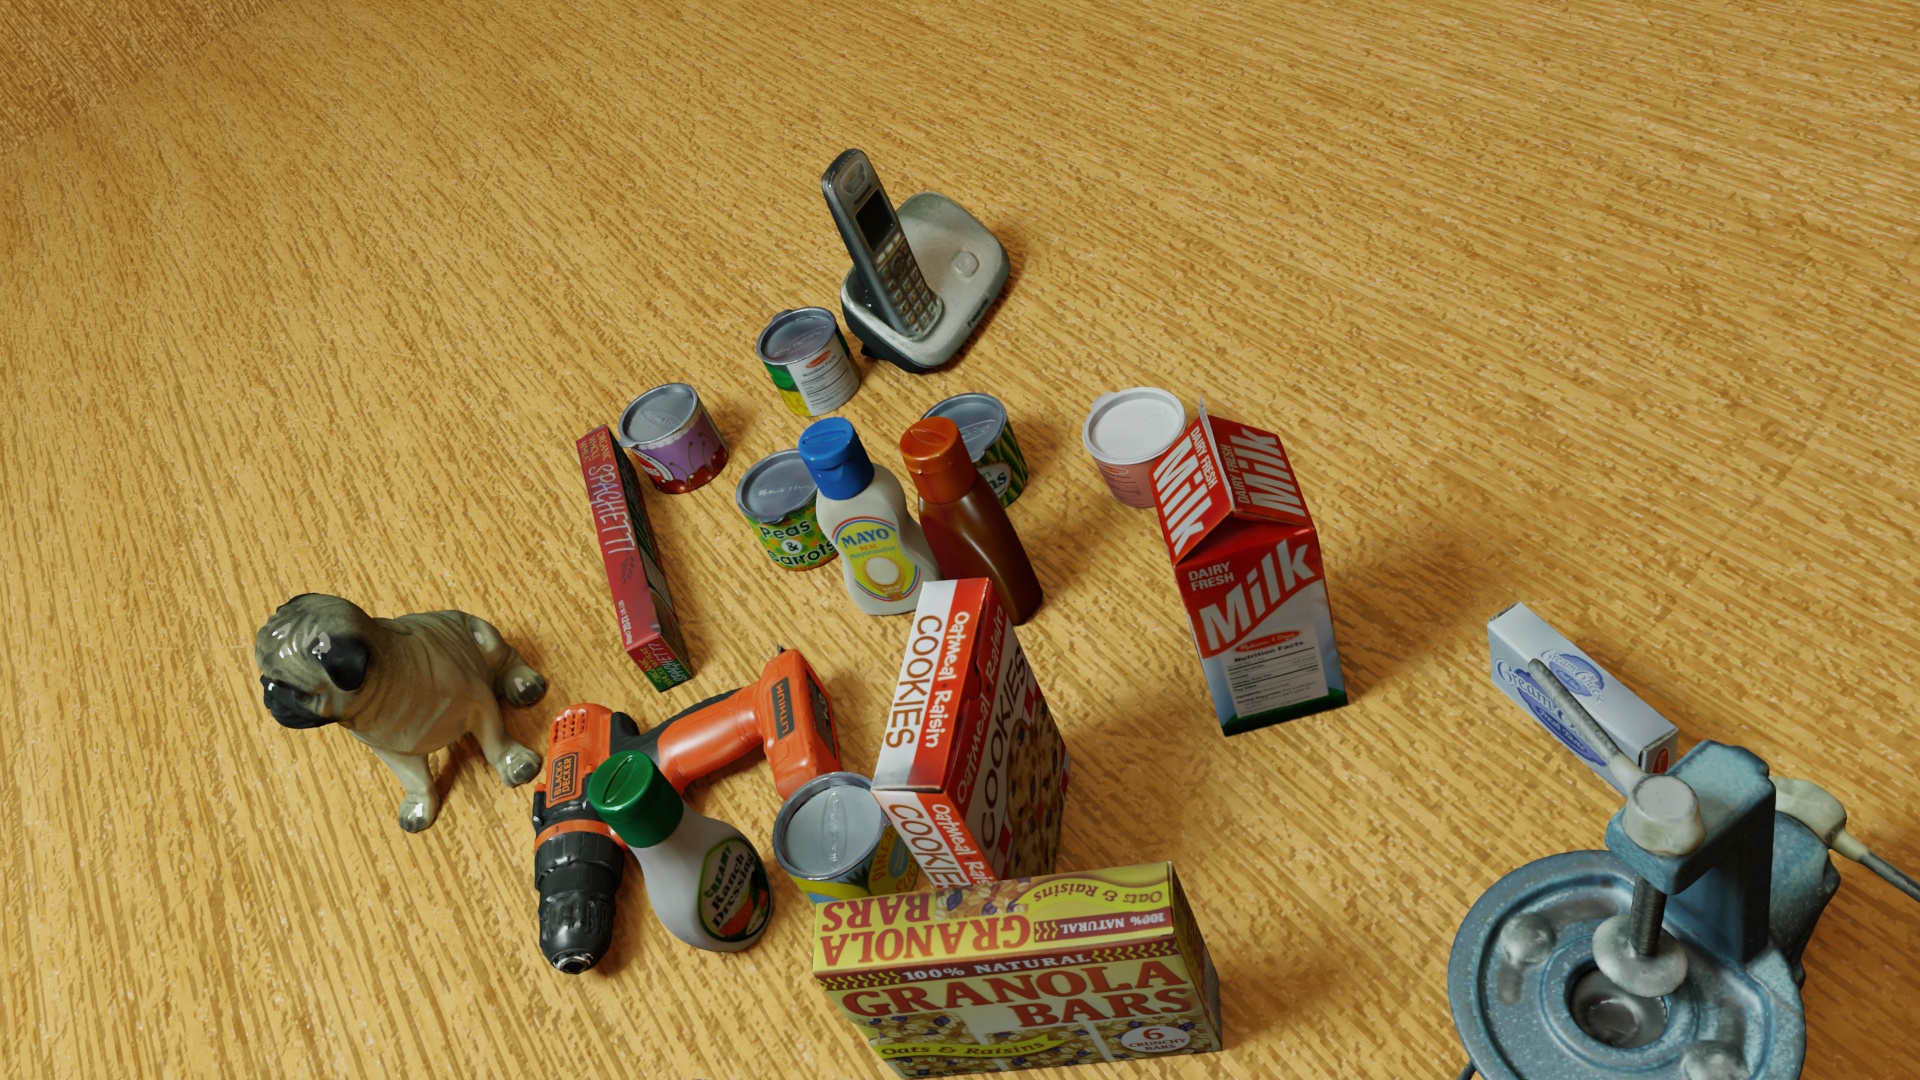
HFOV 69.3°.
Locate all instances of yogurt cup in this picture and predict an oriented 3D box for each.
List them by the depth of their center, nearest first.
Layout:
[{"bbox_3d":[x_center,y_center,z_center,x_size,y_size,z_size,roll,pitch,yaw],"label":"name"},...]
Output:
[{"bbox_3d":[0.119,-0.058,0.908,0.072,0.053,0.073,-12,45,12],"label":"yogurt cup"}]

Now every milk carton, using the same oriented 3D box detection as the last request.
[{"bbox_3d":[0.149,0.014,0.729,0.073,0.189,0.073,-16,45,9],"label":"milk carton"}]

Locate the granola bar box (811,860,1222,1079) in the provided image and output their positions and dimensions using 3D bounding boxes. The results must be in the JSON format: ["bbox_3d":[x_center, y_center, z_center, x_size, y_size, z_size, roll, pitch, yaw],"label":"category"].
[{"bbox_3d":[0.030,0.205,0.647,0.165,0.123,0.039,-11,46,14],"label":"granola bar box"}]

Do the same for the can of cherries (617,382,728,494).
[{"bbox_3d":[-0.222,-0.077,1.066,0.071,0.058,0.072,-12,45,12],"label":"can of cherries"}]

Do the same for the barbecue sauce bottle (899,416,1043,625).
[{"bbox_3d":[0.003,-0.011,0.844,0.065,0.148,0.044,22,60,37],"label":"barbecue sauce bottle"}]

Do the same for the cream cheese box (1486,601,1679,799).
[{"bbox_3d":[0.309,0.081,0.696,0.024,0.053,0.104,-31,45,-7],"label":"cream cheese box"}]

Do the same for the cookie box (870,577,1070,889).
[{"bbox_3d":[0.013,0.117,0.706,0.040,0.166,0.123,-4,48,20],"label":"cookie box"}]

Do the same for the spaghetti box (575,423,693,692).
[{"bbox_3d":[-0.238,0.006,1.001,0.029,0.050,0.251,-26,44,-2],"label":"spaghetti box"}]

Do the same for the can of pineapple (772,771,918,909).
[{"bbox_3d":[-0.061,0.171,0.765,0.071,0.057,0.071,-12,45,12],"label":"can of pineapple"}]

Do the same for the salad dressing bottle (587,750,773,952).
[{"bbox_3d":[-0.149,0.167,0.741,0.044,0.147,0.064,7,52,28],"label":"salad dressing bottle"}]

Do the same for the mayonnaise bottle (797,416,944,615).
[{"bbox_3d":[-0.059,-0.013,0.873,0.065,0.147,0.041,-12,45,12],"label":"mayonnaise bottle"}]

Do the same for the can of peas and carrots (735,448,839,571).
[{"bbox_3d":[-0.115,-0.019,0.967,0.071,0.058,0.071,-12,45,13],"label":"can of peas and carrots"}]

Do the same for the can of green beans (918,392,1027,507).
[{"bbox_3d":[0.008,-0.058,0.952,0.071,0.057,0.071,-12,45,12],"label":"can of green beans"}]

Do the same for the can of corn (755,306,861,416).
[{"bbox_3d":[-0.118,-0.140,1.083,0.071,0.058,0.071,-12,45,12],"label":"can of corn"}]
